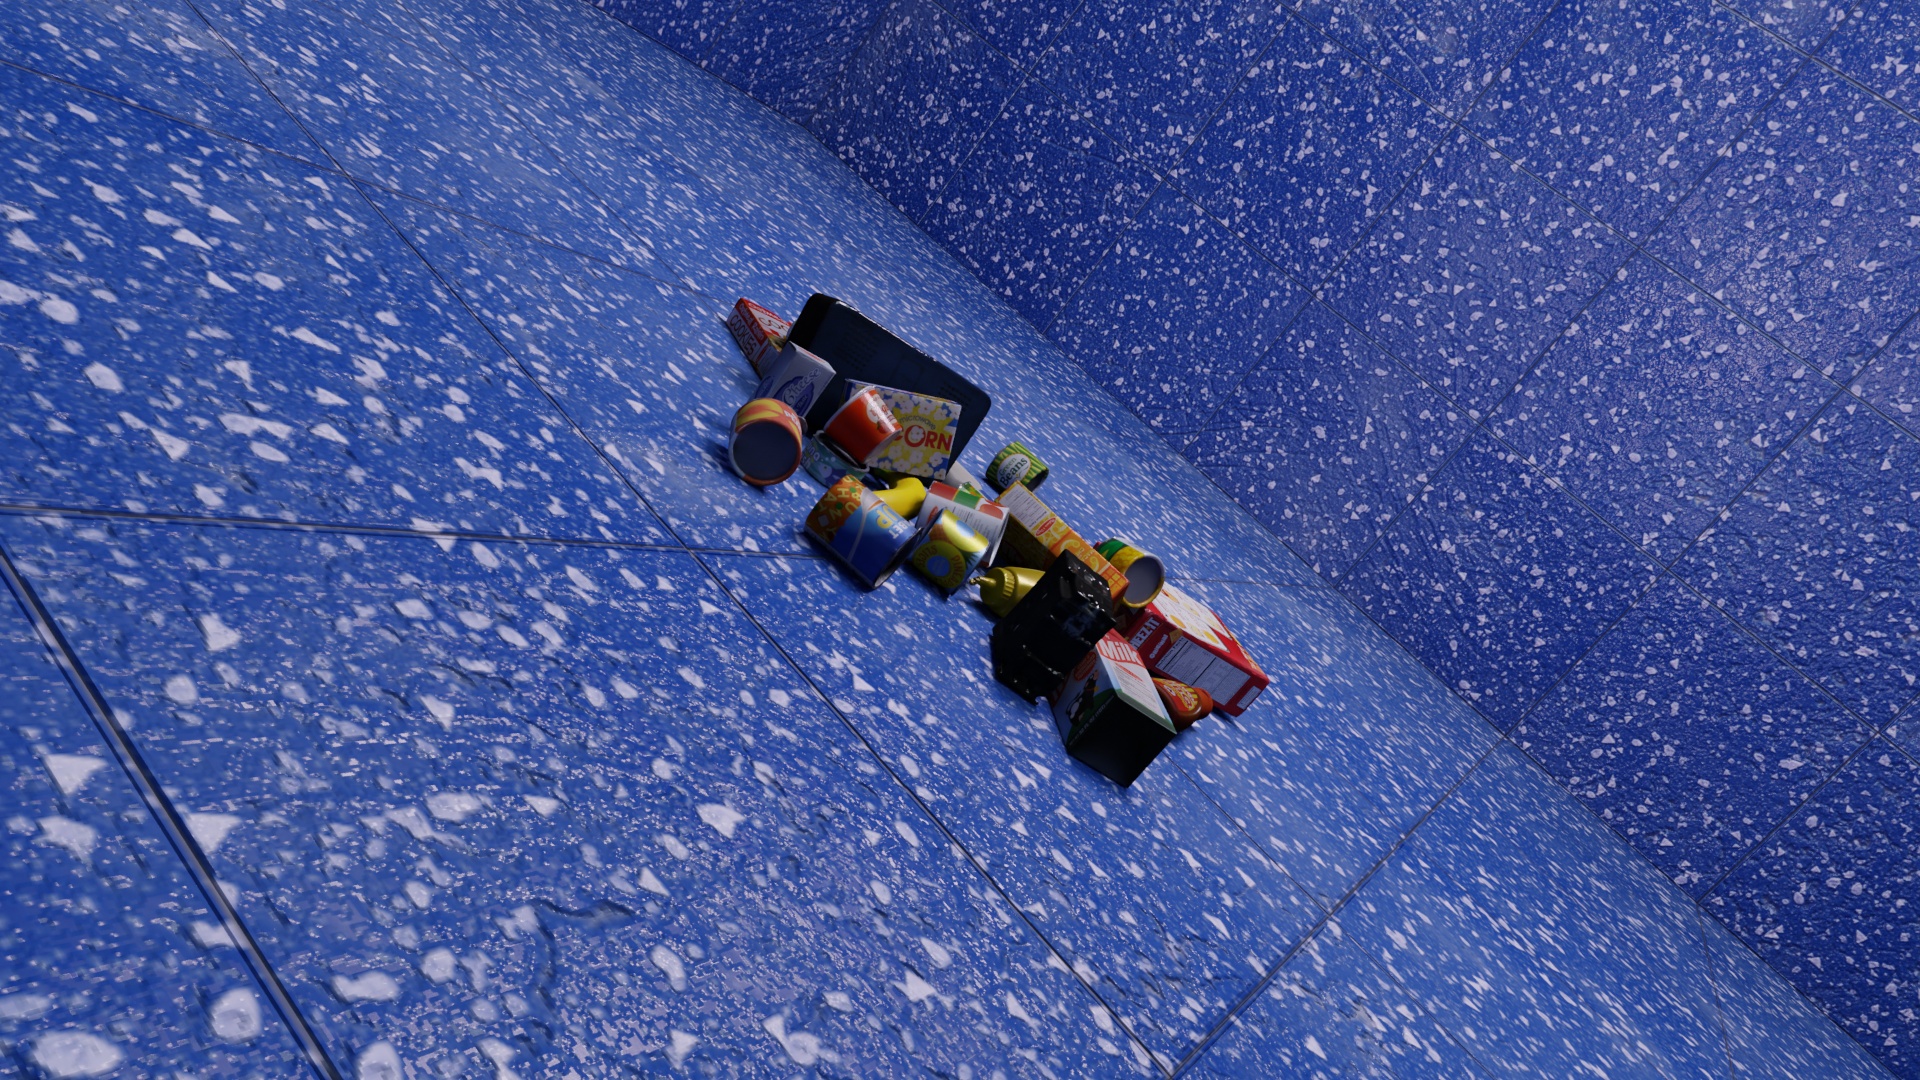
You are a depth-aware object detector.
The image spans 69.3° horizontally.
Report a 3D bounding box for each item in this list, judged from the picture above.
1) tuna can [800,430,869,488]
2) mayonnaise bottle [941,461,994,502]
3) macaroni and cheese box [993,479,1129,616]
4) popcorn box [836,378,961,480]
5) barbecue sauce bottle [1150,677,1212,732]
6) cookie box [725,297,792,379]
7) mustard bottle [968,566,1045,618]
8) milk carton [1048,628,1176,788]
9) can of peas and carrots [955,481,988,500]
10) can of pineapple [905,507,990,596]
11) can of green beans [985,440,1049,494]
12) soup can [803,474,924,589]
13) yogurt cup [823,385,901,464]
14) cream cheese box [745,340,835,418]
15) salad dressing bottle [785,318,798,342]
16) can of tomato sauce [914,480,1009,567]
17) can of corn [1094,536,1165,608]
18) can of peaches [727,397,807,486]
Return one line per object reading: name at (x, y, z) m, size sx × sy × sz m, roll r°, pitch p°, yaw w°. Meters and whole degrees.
tuna can at (-0.130, -0.080, 1.406) m, size 0.071 × 0.032 × 0.071 m, roll 36°, pitch 15°, yaw -11°
mayonnaise bottle at (-0.012, -0.070, 1.646) m, size 0.148 × 0.041 × 0.065 m, roll 45°, pitch 17°, yaw 18°
macaroni and cheese box at (0.104, 0.024, 1.527) m, size 0.167 × 0.040 × 0.123 m, roll 43°, pitch -18°, yaw 15°
popcorn box at (-0.070, -0.118, 1.480) m, size 0.127 × 0.085 × 0.038 m, roll 10°, pitch 8°, yaw -21°
barbecue sauce bottle at (0.226, 0.174, 1.473) m, size 0.065 × 0.043 × 0.148 m, roll 44°, pitch 15°, yaw 25°
cookie box at (-0.194, -0.209, 1.625) m, size 0.123 × 0.040 × 0.168 m, roll 26°, pitch 19°, yaw -40°
mustard bottle at (0.069, 0.058, 1.409) m, size 0.160 × 0.065 × 0.049 m, roll 23°, pitch 25°, yaw -37°
milk carton at (0.130, 0.138, 1.299) m, size 0.073 × 0.072 × 0.191 m, roll 33°, pitch 17°, yaw -20°
can of peas and carrots at (0.005, -0.019, 1.483) m, size 0.059 × 0.071 × 0.071 m, roll 45°, pitch 15°, yaw 12°
can of pineapple at (-0.013, 0.011, 1.351) m, size 0.058 × 0.071 × 0.071 m, roll 37°, pitch 15°, yaw -6°
can of green beans at (0.076, -0.090, 1.860) m, size 0.058 × 0.071 × 0.071 m, roll 43°, pitch 15°, yaw 16°
soup can at (-0.085, -0.010, 1.231) m, size 0.084 × 0.071 × 0.071 m, roll 40°, pitch 15°, yaw 7°
yogurt cup at (-0.096, -0.114, 1.397) m, size 0.054 × 0.072 × 0.072 m, roll 48°, pitch 15°, yaw 2°
cream cheese box at (-0.171, -0.136, 1.339) m, size 0.053 × 0.103 × 0.024 m, roll 26°, pitch 14°, yaw -43°
salad dressing bottle at (-0.153, -0.229, 1.619) m, size 0.064 × 0.044 × 0.148 m, roll 42°, pitch 14°, yaw 11°
can of tomato sauce at (0.001, -0.017, 1.416) m, size 0.083 × 0.071 × 0.071 m, roll 20°, pitch 14°, yaw 5°
can of corn at (0.184, 0.038, 1.546) m, size 0.071 × 0.071 × 0.058 m, roll 27°, pitch 2°, yaw -37°
can of peaches at (-0.175, -0.090, 1.260) m, size 0.071 × 0.071 × 0.058 m, roll 34°, pitch 16°, yaw -18°
